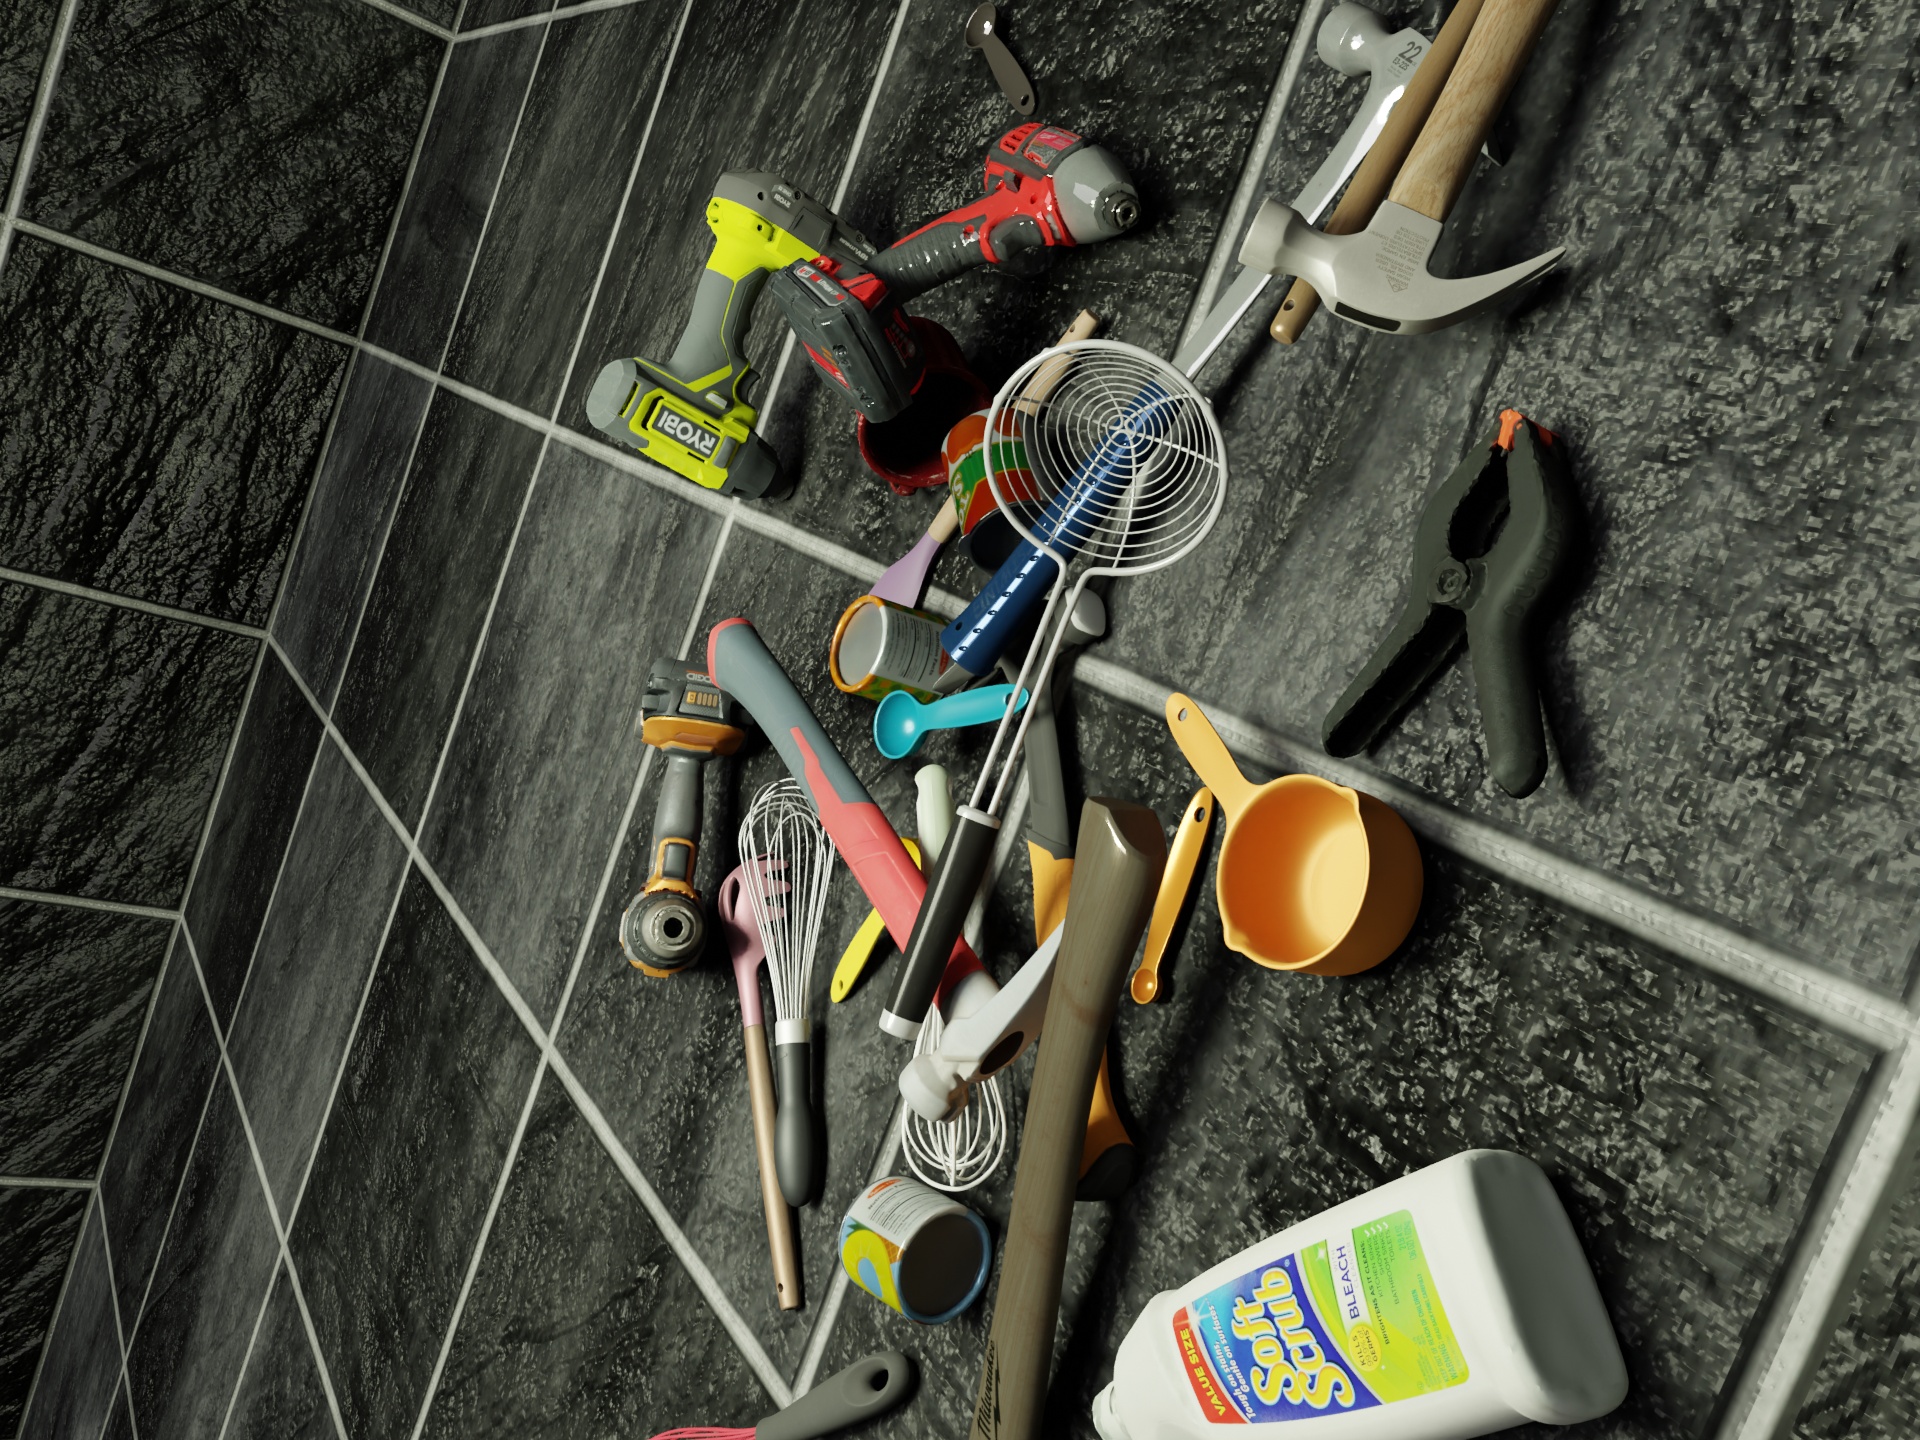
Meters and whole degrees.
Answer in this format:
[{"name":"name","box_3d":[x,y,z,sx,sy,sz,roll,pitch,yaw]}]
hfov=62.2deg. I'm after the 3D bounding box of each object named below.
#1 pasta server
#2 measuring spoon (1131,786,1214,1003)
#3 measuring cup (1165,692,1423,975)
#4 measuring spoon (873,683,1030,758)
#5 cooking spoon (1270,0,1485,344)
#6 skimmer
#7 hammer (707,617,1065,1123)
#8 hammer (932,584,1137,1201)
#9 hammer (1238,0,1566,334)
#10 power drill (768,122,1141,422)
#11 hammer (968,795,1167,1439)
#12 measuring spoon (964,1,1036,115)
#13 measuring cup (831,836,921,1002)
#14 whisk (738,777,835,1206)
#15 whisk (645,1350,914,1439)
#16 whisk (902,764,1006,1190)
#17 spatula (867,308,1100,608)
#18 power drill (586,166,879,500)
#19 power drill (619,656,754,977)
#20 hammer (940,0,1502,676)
[{"name":"pasta server","box_3d":[-0.130,0.236,1.083,0.060,0.040,0.316,-37,53,40]},{"name":"measuring spoon","box_3d":[0.113,0.091,0.821,0.021,0.011,0.117,14,85,57]},{"name":"measuring cup","box_3d":[0.151,0.046,0.749,0.095,0.052,0.174,-56,37,24]},{"name":"measuring spoon","box_3d":[-0.002,-0.003,0.946,0.128,0.021,0.042,-12,75,43]},{"name":"cooking spoon","box_3d":[0.231,-0.316,0.750,0.069,0.017,0.319,28,88,45]},{"name":"skimmer","box_3d":[0.027,-0.008,0.802,0.090,0.127,0.363,23,-92,-82]},{"name":"hammer","box_3d":[-0.057,0.045,0.944,0.143,0.038,0.387,-51,47,15]},{"name":"hammer","box_3d":[0.049,0.095,0.883,0.127,0.034,0.337,-33,52,42]},{"name":"hammer","box_3d":[0.258,-0.328,0.717,0.331,0.130,0.031,-63,-7,0]},{"name":"power drill","box_3d":[0.004,-0.285,0.982,0.219,0.078,0.143,-35,39,-6]},{"name":"hammer","box_3d":[0.035,0.238,0.792,0.146,0.038,0.410,21,104,55]},{"name":"measuring spoon","box_3d":[0.034,-0.469,1.138,0.034,0.018,0.124,-45,51,32]},{"name":"measuring cup","box_3d":[-0.044,0.133,1.012,0.156,0.029,0.062,-59,38,40]},{"name":"whisk","box_3d":[-0.114,0.176,1.060,0.070,0.070,0.285,-24,63,47]},{"name":"whisk","box_3d":[-0.128,0.447,0.976,0.295,0.073,0.073,-39,48,30]},{"name":"whisk","box_3d":[-0.009,0.143,0.916,0.059,0.057,0.246,-6,70,5]},{"name":"spatula","box_3d":[-0.001,-0.140,1.053,0.315,0.018,0.060,-53,42,30]},{"name":"power drill","box_3d":[-0.161,-0.287,1.214,0.080,0.171,0.223,30,94,54]},{"name":"power drill","box_3d":[-0.203,0.073,1.155,0.185,0.084,0.226,149,129,-75]},{"name":"hammer","box_3d":[0.121,-0.184,0.857,0.405,0.035,0.144,-52,41,19]}]
